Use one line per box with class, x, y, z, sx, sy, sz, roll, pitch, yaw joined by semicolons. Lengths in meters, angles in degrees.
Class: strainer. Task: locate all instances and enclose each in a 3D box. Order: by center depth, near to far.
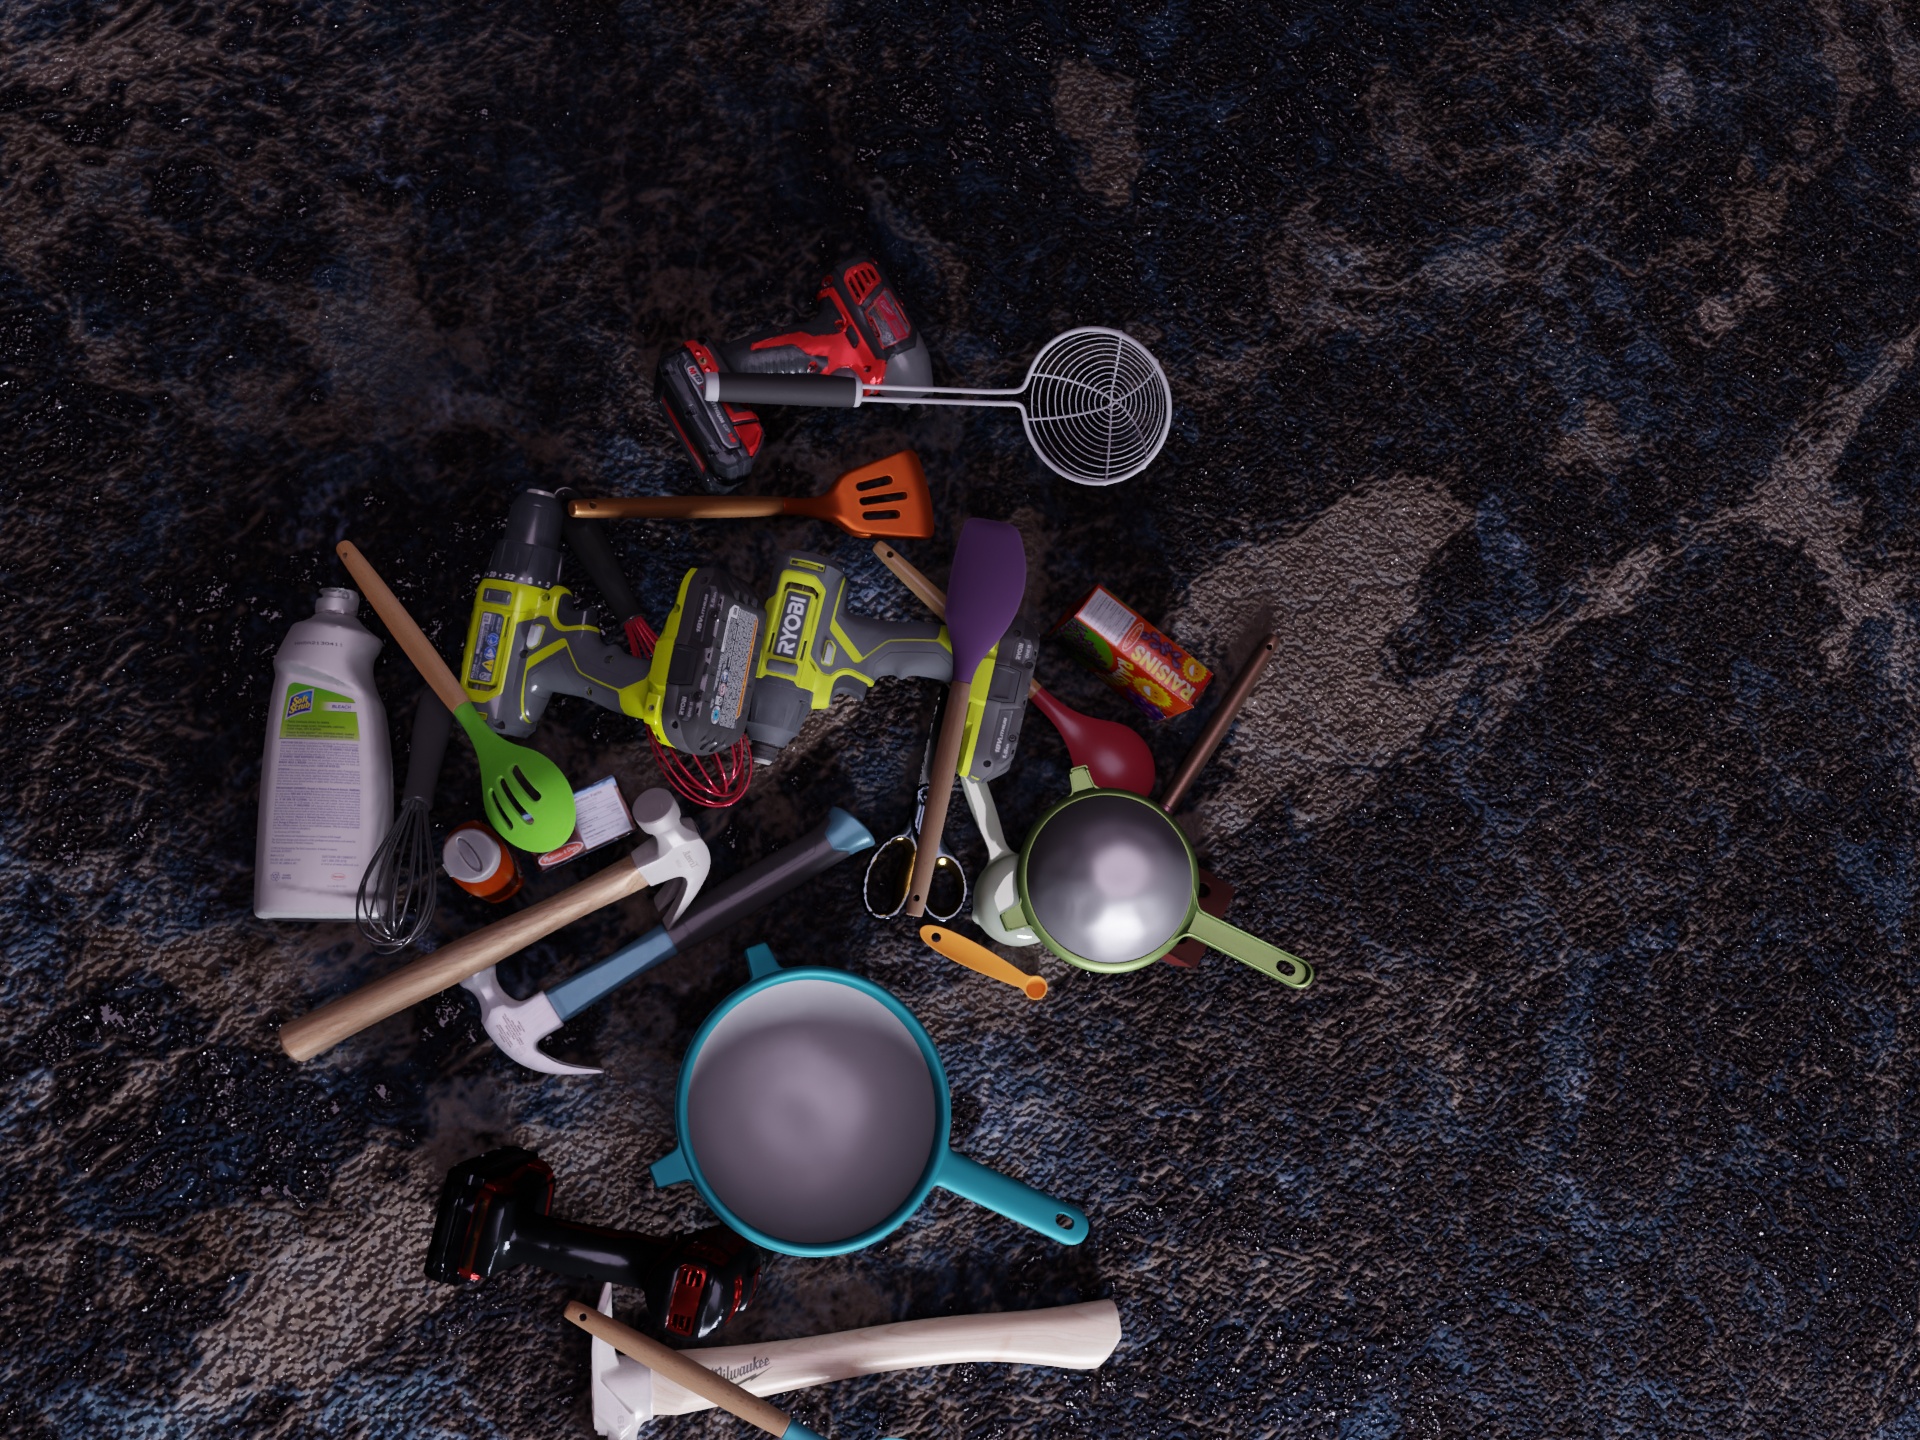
strainer;-0.065;0.329;1.225;0.340;0.095;0.211;28;62;-11
strainer;0.170;0.147;1.262;0.256;0.069;0.151;26;76;2

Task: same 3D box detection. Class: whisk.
whisk;-0.405;0.063;1.182;0.055;0.055;0.239;7;55;-11
whisk;-0.252;-0.062;1.265;0.073;0.073;0.296;-28;82;-15

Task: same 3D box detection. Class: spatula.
spatula;-0.153;0.512;1.181;0.317;0.044;0.082;30;75;-1
spatula;-0.002;-0.004;1.233;0.060;0.018;0.316;12;83;5
spatula;-0.160;-0.174;1.269;0.322;0.041;0.081;-8;83;-41

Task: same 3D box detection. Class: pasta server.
pasta server;0.191;0.051;1.353;0.060;0.040;0.316;35;75;-2

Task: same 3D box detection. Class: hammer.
hammer;-0.337;0.162;1.164;0.331;0.129;0.031;-27;55;-4
hammer;-0.076;0.481;1.234;0.410;0.038;0.146;-3;81;-13
hammer;-0.217;0.163;1.250;0.331;0.033;0.128;-30;88;-15

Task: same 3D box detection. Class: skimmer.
skimmer;-0.017;-0.253;1.258;0.363;0.090;0.127;-1;111;-15

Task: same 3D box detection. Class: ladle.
ladle;0.045;-0.042;1.341;0.315;0.031;0.069;43;76;-2

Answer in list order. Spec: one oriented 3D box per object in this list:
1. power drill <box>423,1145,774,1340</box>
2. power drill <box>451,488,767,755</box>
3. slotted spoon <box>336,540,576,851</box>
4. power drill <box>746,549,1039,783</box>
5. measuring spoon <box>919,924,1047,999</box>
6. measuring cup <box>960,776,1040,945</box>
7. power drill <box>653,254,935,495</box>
power drill;-0.249;0.379;1.159;0.227;0.188;0.080;12;85;8
power drill;-0.269;-0.072;1.205;0.228;0.080;0.190;10;86;20
slotted spoon;-0.388;-0.026;1.193;0.070;0.031;0.314;-46;69;14
power drill;-0.059;-0.030;1.283;0.223;0.080;0.171;13;84;0
measuring spoon;0.018;0.198;1.310;0.117;0.011;0.021;27;78;-4
measuring cup;0.035;0.105;1.309;0.083;0.038;0.167;-20;89;-14
power drill;-0.130;-0.280;1.314;0.219;0.078;0.143;-30;90;-17
